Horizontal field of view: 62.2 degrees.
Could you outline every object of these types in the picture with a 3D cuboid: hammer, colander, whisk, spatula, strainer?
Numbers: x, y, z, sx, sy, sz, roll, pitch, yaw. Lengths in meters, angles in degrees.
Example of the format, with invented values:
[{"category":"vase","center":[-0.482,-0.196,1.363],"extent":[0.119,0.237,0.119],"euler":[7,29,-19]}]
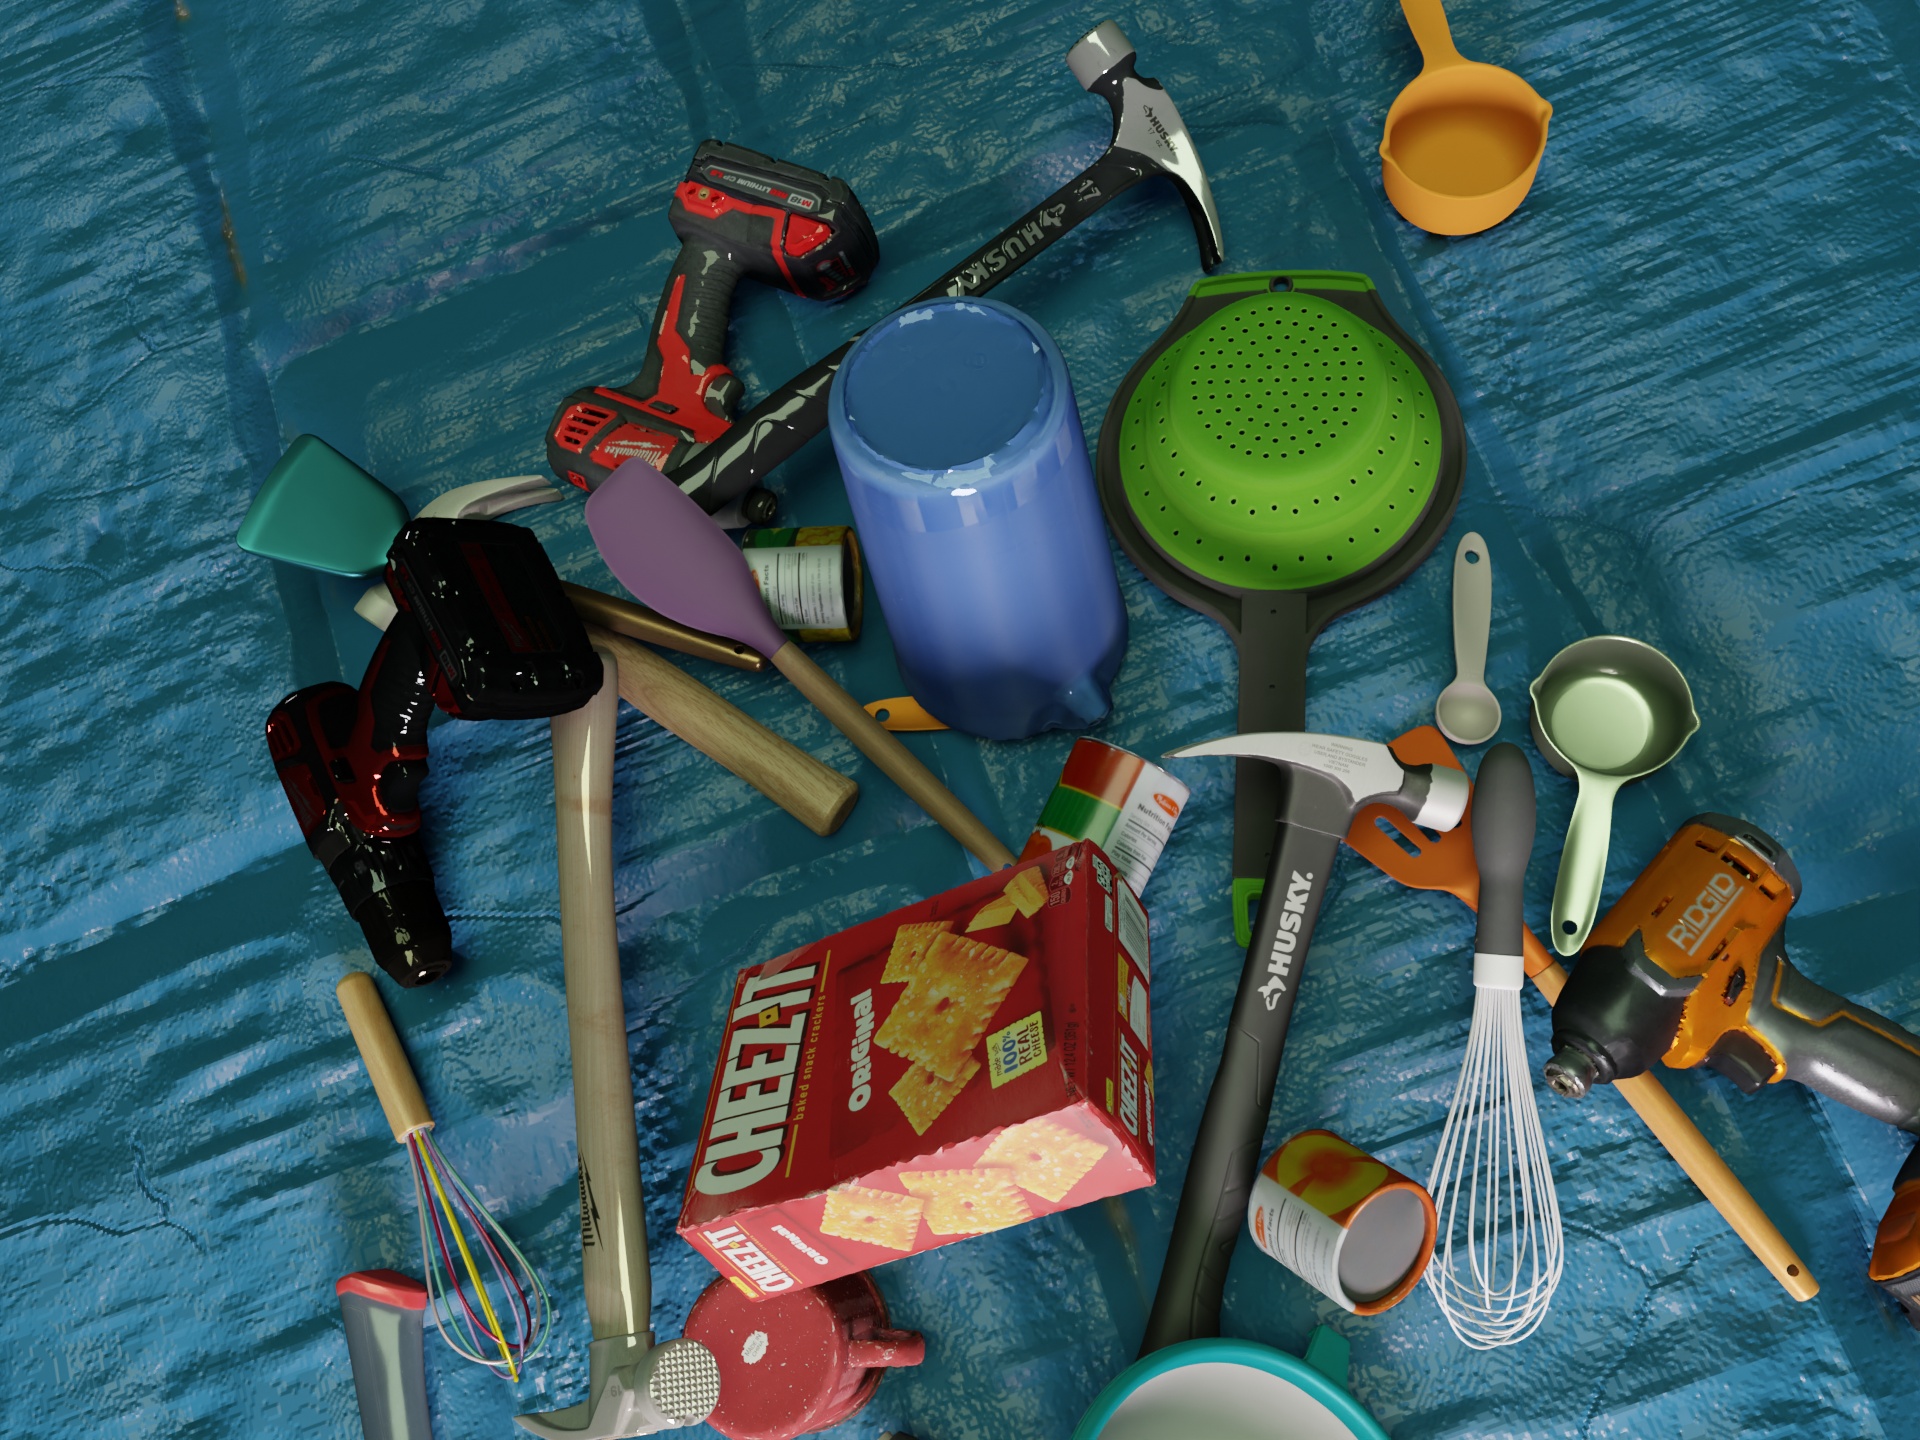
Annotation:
[{"category":"hammer","center":[0.136,0.166,0.778],"extent":[0.146,0.035,0.335],"euler":[15,87,-2]},{"category":"hammer","center":[-0.195,0.152,0.828],"extent":[0.146,0.038,0.411],"euler":[-31,59,43]},{"category":"hammer","center":[-0.197,-0.036,0.927],"extent":[0.331,0.031,0.130],"euler":[32,83,17]},{"category":"hammer","center":[-0.272,0.474,0.795],"extent":[0.143,0.038,0.387],"euler":[-22,72,6]},{"category":"colander","center":[0.165,-0.083,0.835],"extent":[0.204,0.094,0.397],"euler":[1,74,12]},{"category":"whisk","center":[0.254,0.151,0.756],"extent":[0.070,0.070,0.285],"euler":[2,84,11]},{"category":"spatula","center":[-0.257,-0.082,0.910],"extent":[0.317,0.044,0.082],"euler":[18,69,13]},{"category":"spatula","center":[0.304,0.143,0.789],"extent":[0.081,0.041,0.323],"euler":[-37,76,1]},{"category":"hammer","center":[-0.029,-0.217,0.901],"extent":[0.409,0.036,0.149],"euler":[-38,98,-5]},{"category":"whisk","center":[-0.285,0.241,0.860],"extent":[0.051,0.047,0.245],"euler":[-33,68,2]},{"category":"strainer","center":[0.054,0.391,0.666],"extent":[0.340,0.095,0.211],"euler":[-1,60,-30]},{"category":"spatula","center":[-0.081,-0.019,0.860],"extent":[0.316,0.018,0.060],"euler":[43,90,1]}]

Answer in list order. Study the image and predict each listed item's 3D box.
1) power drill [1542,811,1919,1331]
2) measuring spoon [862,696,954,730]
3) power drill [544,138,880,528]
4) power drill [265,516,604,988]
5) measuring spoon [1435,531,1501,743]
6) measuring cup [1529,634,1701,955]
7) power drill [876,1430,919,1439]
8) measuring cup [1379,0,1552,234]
[{"category":"power drill","center":[0.384,0.166,0.720],"extent":[0.164,0.084,0.227],"euler":[-40,69,-22]},{"category":"measuring spoon","center":[-0.001,-0.003,0.894],"extent":[0.117,0.011,0.021],"euler":[-1,68,14]},{"category":"power drill","center":[-0.140,-0.220,0.946],"extent":[0.143,0.078,0.220],"euler":[23,83,16]},{"category":"power drill","center":[-0.289,0.020,0.864],"extent":[0.226,0.080,0.188],"euler":[-43,67,32]},{"category":"measuring spoon","center":[0.272,-0.044,0.853],"extent":[0.034,0.018,0.124],"euler":[9,69,0]},{"category":"measuring cup","center":[0.318,0.040,0.805],"extent":[0.083,0.038,0.168],"euler":[13,77,13]},{"category":"power drill","center":[-0.041,0.471,0.733],"extent":[0.228,0.080,0.191],"euler":[-42,73,-6]},{"category":"measuring cup","center":[0.277,-0.361,0.920],"extent":[0.095,0.052,0.174],"euler":[-13,71,7]}]
